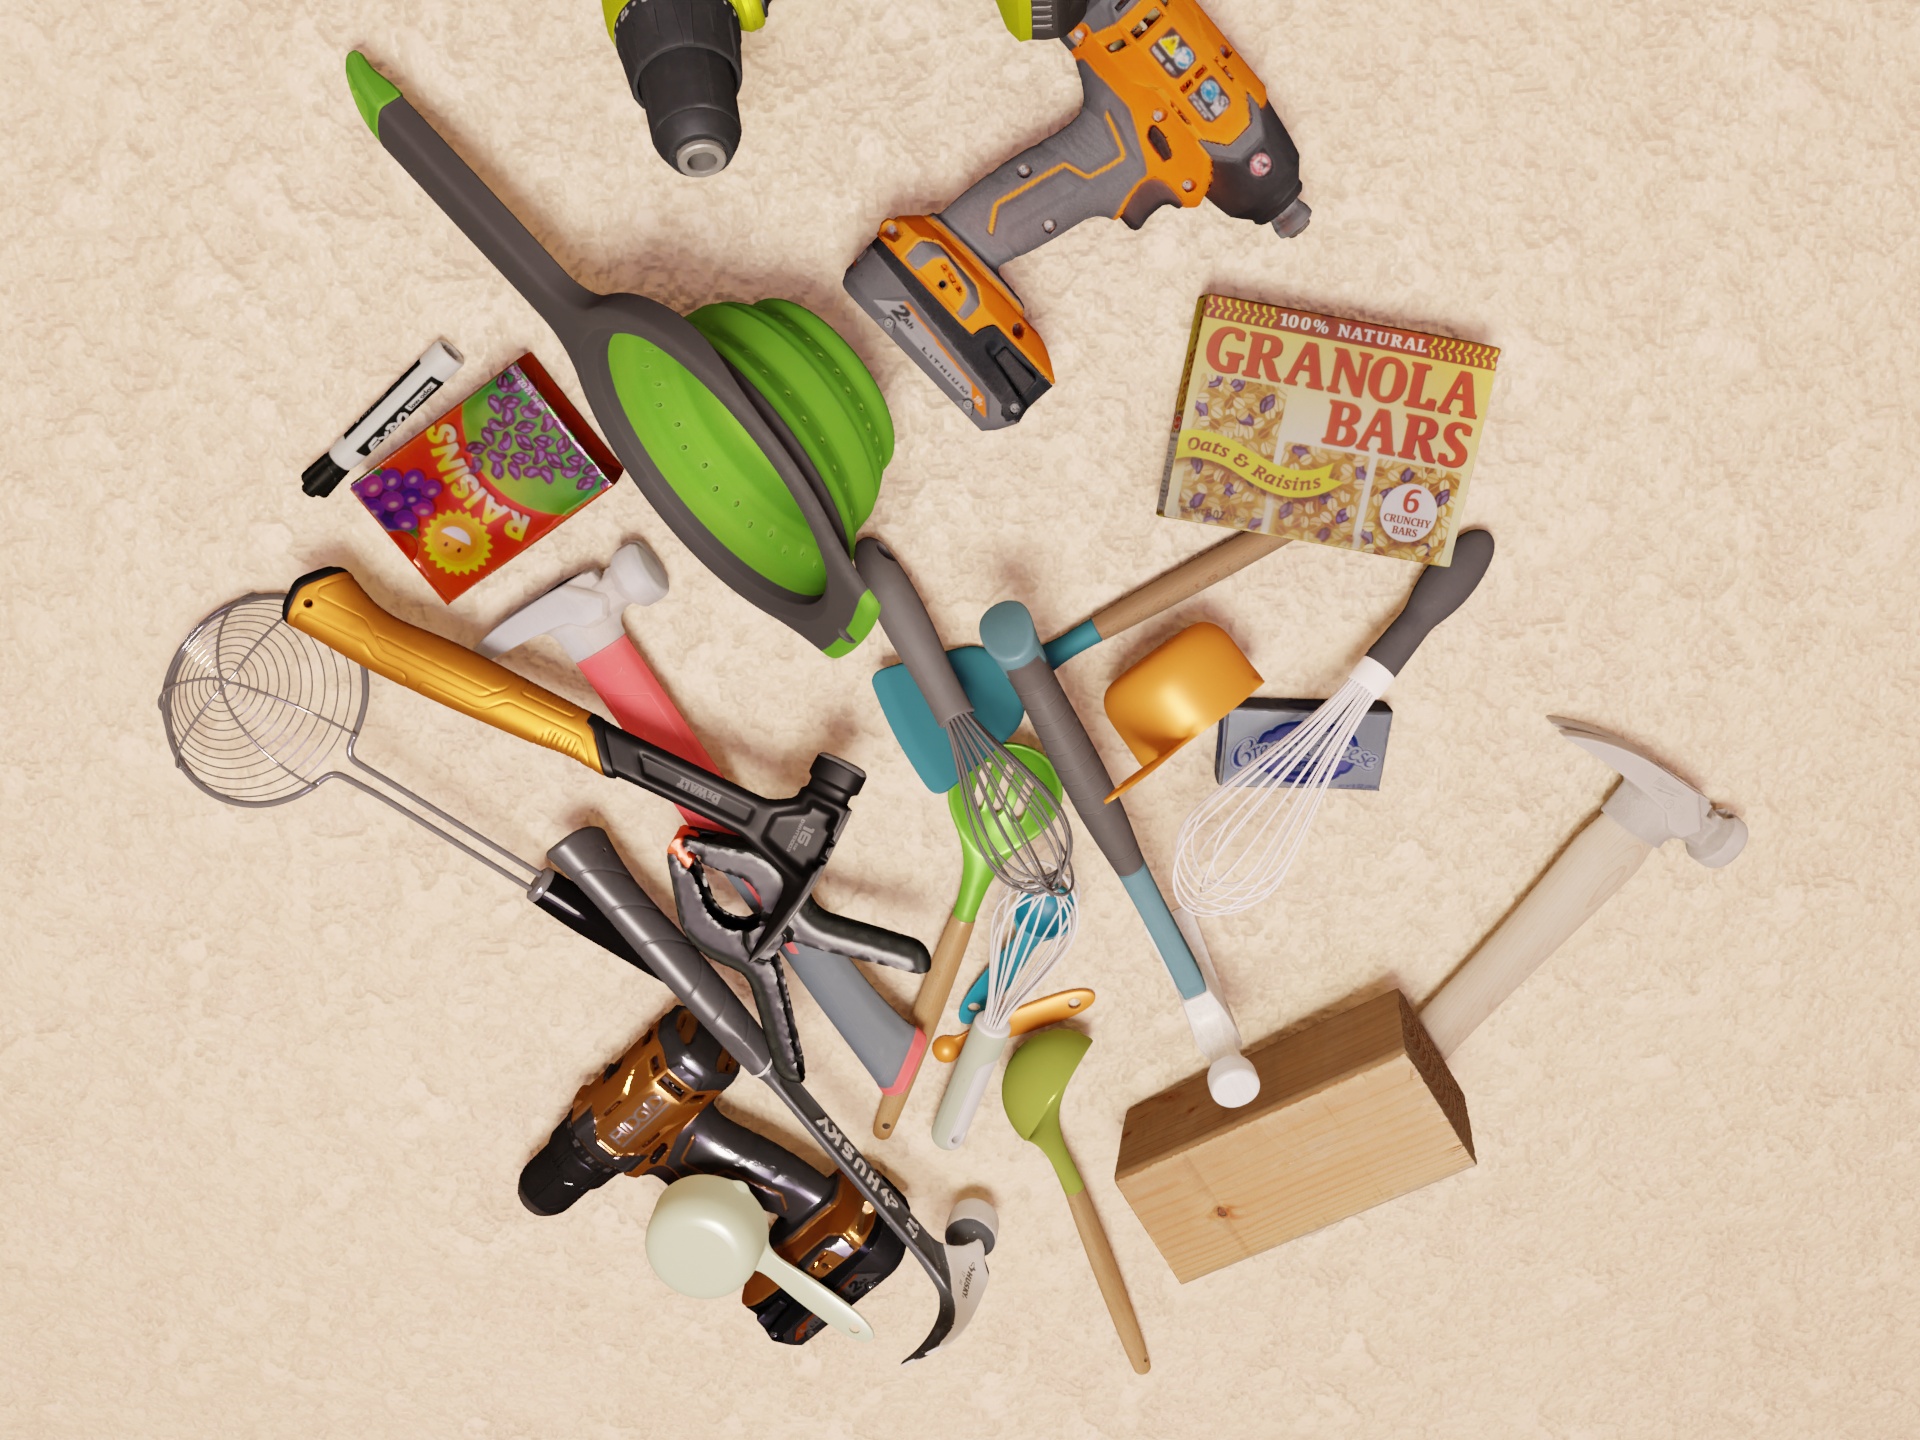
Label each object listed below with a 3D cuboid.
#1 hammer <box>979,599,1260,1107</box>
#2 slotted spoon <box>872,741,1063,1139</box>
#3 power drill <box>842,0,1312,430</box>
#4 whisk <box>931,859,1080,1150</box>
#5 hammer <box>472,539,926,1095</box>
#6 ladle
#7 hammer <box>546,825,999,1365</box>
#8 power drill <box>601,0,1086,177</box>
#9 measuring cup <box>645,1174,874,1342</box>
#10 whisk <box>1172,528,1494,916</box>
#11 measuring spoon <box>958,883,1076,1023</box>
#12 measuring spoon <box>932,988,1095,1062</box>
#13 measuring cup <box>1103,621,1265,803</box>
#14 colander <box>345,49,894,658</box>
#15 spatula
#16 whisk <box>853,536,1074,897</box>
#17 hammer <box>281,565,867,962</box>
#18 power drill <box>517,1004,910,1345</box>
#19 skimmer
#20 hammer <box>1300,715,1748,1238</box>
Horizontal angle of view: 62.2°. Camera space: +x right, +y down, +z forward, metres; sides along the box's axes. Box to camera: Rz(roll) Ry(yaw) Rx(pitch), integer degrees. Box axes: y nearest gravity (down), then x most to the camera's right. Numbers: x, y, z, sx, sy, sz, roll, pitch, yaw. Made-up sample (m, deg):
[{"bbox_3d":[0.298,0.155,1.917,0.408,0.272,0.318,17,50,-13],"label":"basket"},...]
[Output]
[{"bbox_3d":[0.094,0.073,0.932,0.033,0.128,0.330,-25,117,8],"label":"hammer"},{"bbox_3d":[-0.008,0.147,1.028,0.070,0.031,0.313,16,113,-7],"label":"slotted spoon"},{"bbox_3d":[0.067,-0.260,0.836,0.226,0.084,0.164,-44,107,10],"label":"power drill"},{"bbox_3d":[0.024,0.189,1.019,0.057,0.059,0.246,-13,133,-41],"label":"whisk"},{"bbox_3d":[-0.149,0.085,0.982,0.143,0.038,0.386,-29,107,11],"label":"hammer"},{"bbox_3d":[0.096,0.343,1.097,0.062,0.078,0.320,1,123,36],"label":"ladle"},{"bbox_3d":[-0.116,0.227,0.997,0.036,0.149,0.408,-34,102,21],"label":"hammer"},{"bbox_3d":[-0.059,-0.359,0.750,0.228,0.080,0.191,-13,71,0],"label":"power drill"},{"bbox_3d":[-0.127,0.358,1.014,0.167,0.038,0.083,36,110,-3],"label":"measuring cup"},{"bbox_3d":[0.220,-0.001,0.933,0.070,0.070,0.284,39,89,-16],"label":"whisk"},{"bbox_3d":[0.033,0.150,1.039,0.042,0.021,0.128,26,118,-14],"label":"measuring spoon"},{"bbox_3d":[0.035,0.204,1.060,0.117,0.011,0.021,-21,111,7],"label":"measuring spoon"},{"bbox_3d":[0.106,-0.005,0.895,0.095,0.173,0.052,-36,89,36],"label":"measuring cup"},{"bbox_3d":[-0.158,-0.214,0.839,0.094,0.204,0.397,-43,92,-20],"label":"colander"},{"bbox_3d":[0.103,-0.065,0.934,0.317,0.044,0.082,-29,85,8],"label":"spatula"},{"bbox_3d":[0.000,-0.003,0.910,0.055,0.055,0.239,-30,79,10],"label":"whisk"},{"bbox_3d":[-0.229,0.011,0.904,0.337,0.034,0.127,27,87,-4],"label":"hammer"},{"bbox_3d":[-0.169,0.318,1.067,0.226,0.084,0.185,43,107,-13],"label":"power drill"},{"bbox_3d":[-0.313,0.060,0.980,0.363,0.090,0.127,39,86,-26],"label":"skimmer"},{"bbox_3d":[0.321,0.186,1.048,0.146,0.038,0.410,32,108,-12],"label":"hammer"}]
